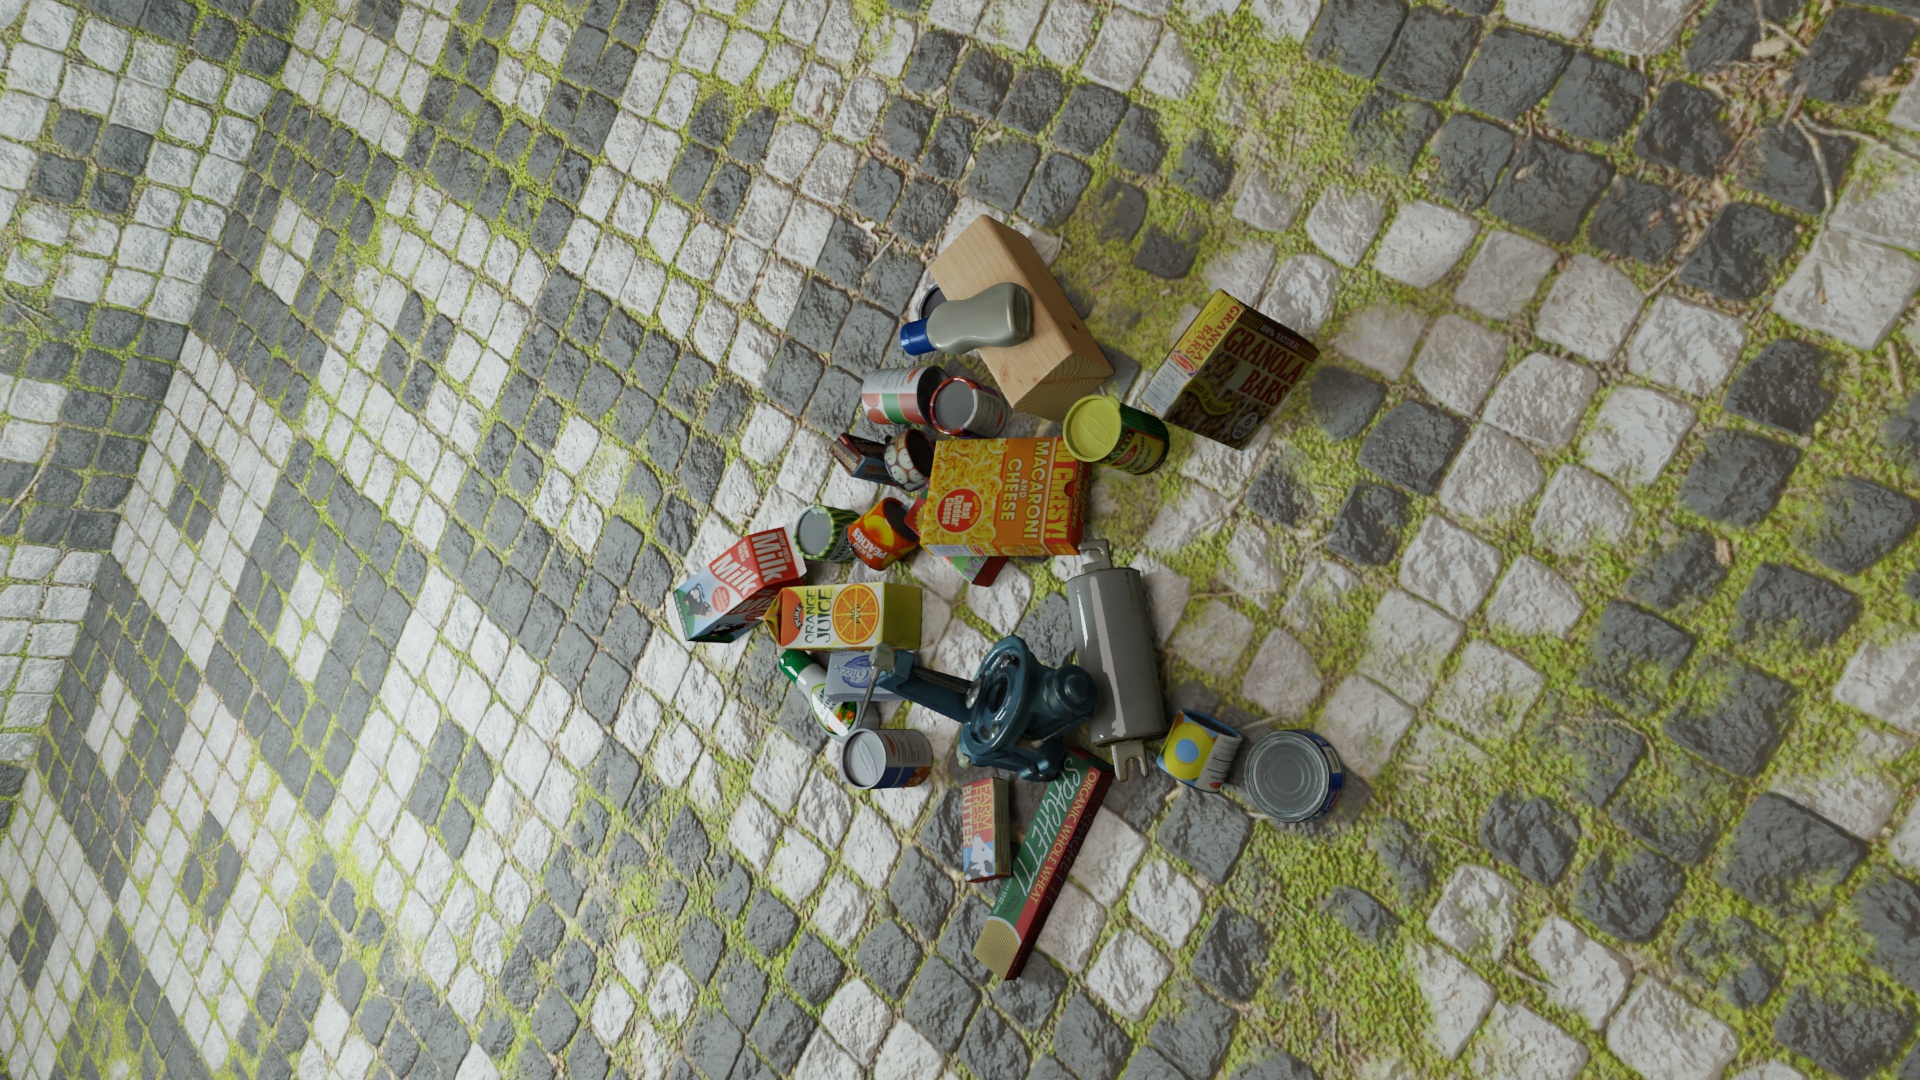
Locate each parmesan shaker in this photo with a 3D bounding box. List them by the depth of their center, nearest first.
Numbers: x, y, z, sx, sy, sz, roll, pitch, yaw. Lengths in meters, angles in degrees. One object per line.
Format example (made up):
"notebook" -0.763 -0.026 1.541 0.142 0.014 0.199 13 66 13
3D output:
"parmesan shaker" 0.160 -0.106 1.393 0.071 0.103 0.071 -6 80 36

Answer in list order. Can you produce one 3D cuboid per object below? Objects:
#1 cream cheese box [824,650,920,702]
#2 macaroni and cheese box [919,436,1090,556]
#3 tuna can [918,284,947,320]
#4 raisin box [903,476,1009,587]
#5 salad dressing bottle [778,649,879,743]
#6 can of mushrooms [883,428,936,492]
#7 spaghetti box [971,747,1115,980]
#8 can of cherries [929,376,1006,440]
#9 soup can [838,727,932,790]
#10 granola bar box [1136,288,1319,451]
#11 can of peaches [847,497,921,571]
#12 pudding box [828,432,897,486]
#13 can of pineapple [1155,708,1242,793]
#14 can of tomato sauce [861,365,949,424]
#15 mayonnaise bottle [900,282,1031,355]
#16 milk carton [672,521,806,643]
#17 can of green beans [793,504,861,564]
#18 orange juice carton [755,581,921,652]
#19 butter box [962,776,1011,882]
"cream cheese box" -0.099 0.153 1.565 0.104 0.024 0.053 -4 59 20
"macaroni and cheese box" 0.048 -0.046 1.464 0.166 0.040 0.124 -1 67 23
"tuna can" -0.011 -0.257 1.583 0.071 0.033 0.071 -6 80 35
"raisin box" 0.005 -0.019 1.532 0.124 0.040 0.086 42 108 32
"salad dressing bottle" -0.156 0.179 1.615 0.148 0.044 0.064 39 97 34
"can of mushrooms" -0.055 -0.093 1.568 0.033 0.071 0.071 -24 70 31
"spaghetti box" 0.084 0.332 1.427 0.050 0.029 0.249 30 101 36
"can of cherries" 0.006 -0.144 1.538 0.071 0.058 0.071 -6 80 35
"soup can" -0.083 0.241 1.528 0.071 0.084 0.071 -6 79 36
"granola bar box" 0.252 -0.156 1.295 0.039 0.165 0.124 47 111 32
"can of peaches" -0.086 -0.007 1.576 0.058 0.071 0.071 -36 64 25
"pudding box" -0.105 -0.092 1.595 0.030 0.084 0.050 -52 58 18
"can of pineapple" 0.226 0.199 1.321 0.071 0.071 0.057 28 100 35
"can of tomato sauce" -0.060 -0.163 1.586 0.083 0.071 0.071 3 85 37
"mayonnaise bottle" 0.004 -0.224 1.450 0.148 0.041 0.065 -8 78 37
"milk carton" -0.257 0.052 1.685 0.190 0.073 0.072 -35 64 30
"can of green beans" -0.154 -0.007 1.633 0.071 0.058 0.071 -6 80 35
"orange juice carton" -0.142 0.090 1.602 0.192 0.072 0.073 -5 80 35
"butter box" 0.027 0.304 1.458 0.053 0.024 0.104 -27 56 45
